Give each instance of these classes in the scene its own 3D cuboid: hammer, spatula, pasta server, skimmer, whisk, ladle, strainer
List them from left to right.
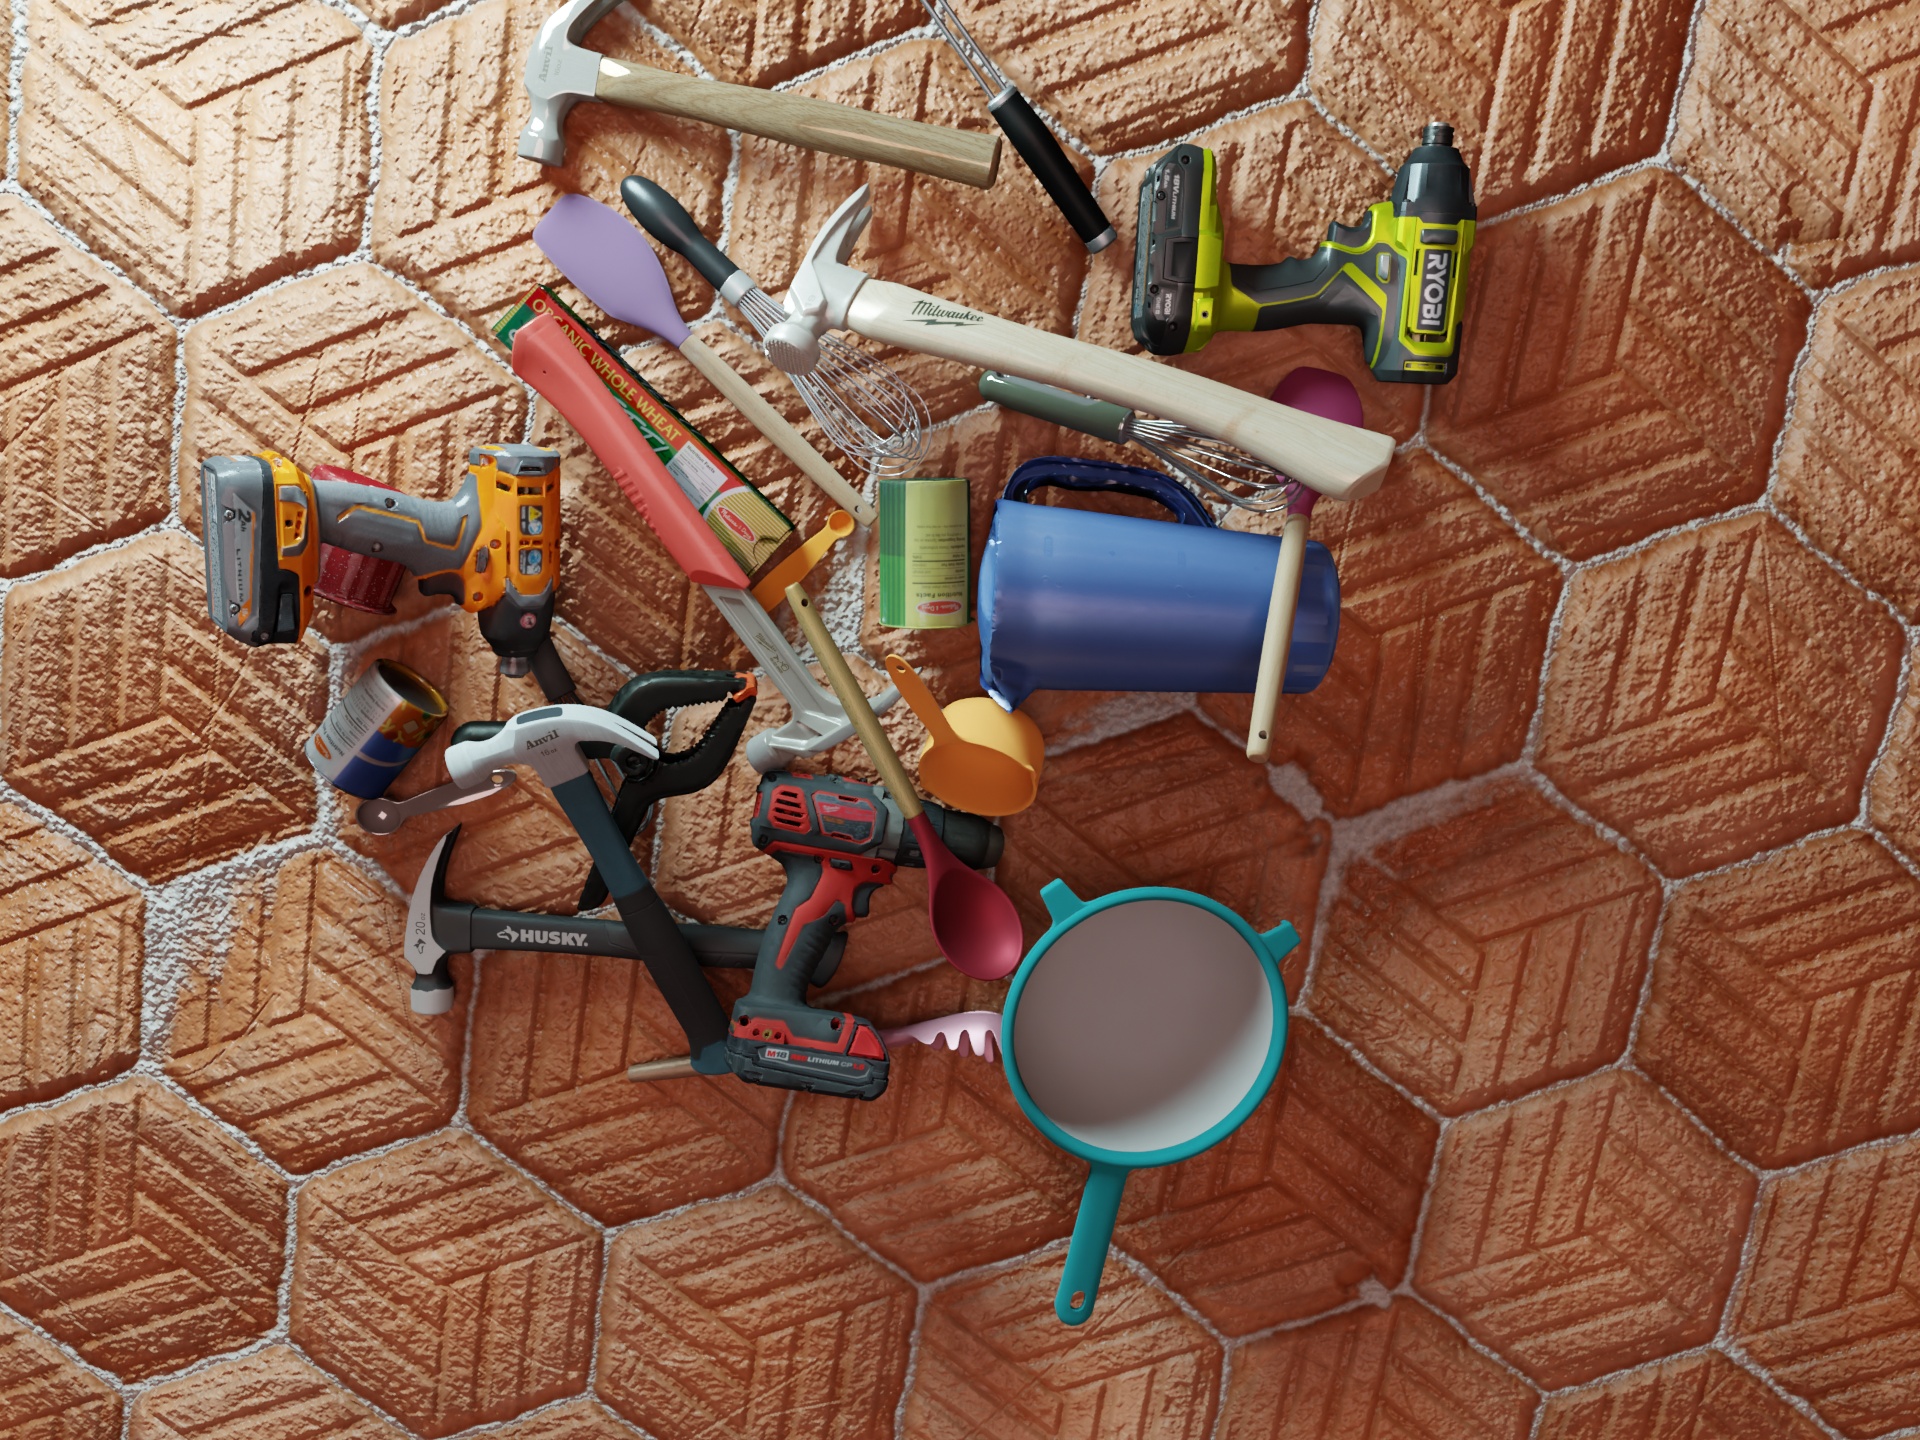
[{"bbox_3d":[-0.297,-0.019,1.173,0.055,0.055,0.239,-26,95,6],"label":"whisk"},{"bbox_3d":[-0.253,0.162,1.211,0.335,0.035,0.146,4,102,1],"label":"hammer"},{"bbox_3d":[-0.232,0.130,1.135,0.128,0.033,0.330,-23,119,-3],"label":"hammer"},{"bbox_3d":[-0.184,-0.132,1.118,0.149,0.037,0.359,-29,104,25],"label":"hammer"},{"bbox_3d":[-0.175,-0.253,1.131,0.316,0.018,0.060,44,99,-3],"label":"spatula"},{"bbox_3d":[-0.134,-0.415,1.081,0.331,0.031,0.130,13,100,5],"label":"hammer"},{"bbox_3d":[-0.132,-0.278,1.112,0.284,0.070,0.070,43,99,-1],"label":"whisk"},{"bbox_3d":[-0.103,0.259,1.225,0.316,0.060,0.040,-9,71,6],"label":"pasta server"},{"bbox_3d":[-0.044,0.045,1.118,0.069,0.031,0.315,-34,102,-31],"label":"ladle"},{"bbox_3d":[-0.012,-0.473,1.082,0.127,0.090,0.363,-38,108,4],"label":"skimmer"},{"bbox_3d":[0.085,-0.239,1.046,0.411,0.038,0.146,20,68,10],"label":"hammer"},{"bbox_3d":[0.114,0.276,1.187,0.211,0.095,0.340,11,100,-10],"label":"strainer"},{"bbox_3d":[0.121,-0.199,1.088,0.246,0.058,0.059,22,116,21],"label":"whisk"}]

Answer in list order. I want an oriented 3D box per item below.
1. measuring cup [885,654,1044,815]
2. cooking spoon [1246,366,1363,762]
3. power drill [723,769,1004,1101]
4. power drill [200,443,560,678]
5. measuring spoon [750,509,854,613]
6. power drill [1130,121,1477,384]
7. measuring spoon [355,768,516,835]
[{"bbox_3d":[-0.002,-0.004,1.126,0.095,0.052,0.173,-8,135,31],"label":"measuring cup"},{"bbox_3d":[0.222,-0.113,1.058,0.069,0.017,0.319,14,63,3],"label":"cooking spoon"},{"bbox_3d":[-0.073,0.157,1.163,0.188,0.080,0.227,11,83,-10],"label":"power drill"},{"bbox_3d":[-0.380,-0.103,1.070,0.226,0.084,0.164,-6,106,-34],"label":"power drill"},{"bbox_3d":[-0.122,-0.112,1.167,0.117,0.011,0.021,-42,98,12],"label":"measuring spoon"},{"bbox_3d":[0.235,-0.322,1.084,0.223,0.080,0.171,3,101,-3],"label":"power drill"},{"bbox_3d":[-0.396,0.056,1.206,0.124,0.018,0.034,-17,121,-2],"label":"measuring spoon"}]
